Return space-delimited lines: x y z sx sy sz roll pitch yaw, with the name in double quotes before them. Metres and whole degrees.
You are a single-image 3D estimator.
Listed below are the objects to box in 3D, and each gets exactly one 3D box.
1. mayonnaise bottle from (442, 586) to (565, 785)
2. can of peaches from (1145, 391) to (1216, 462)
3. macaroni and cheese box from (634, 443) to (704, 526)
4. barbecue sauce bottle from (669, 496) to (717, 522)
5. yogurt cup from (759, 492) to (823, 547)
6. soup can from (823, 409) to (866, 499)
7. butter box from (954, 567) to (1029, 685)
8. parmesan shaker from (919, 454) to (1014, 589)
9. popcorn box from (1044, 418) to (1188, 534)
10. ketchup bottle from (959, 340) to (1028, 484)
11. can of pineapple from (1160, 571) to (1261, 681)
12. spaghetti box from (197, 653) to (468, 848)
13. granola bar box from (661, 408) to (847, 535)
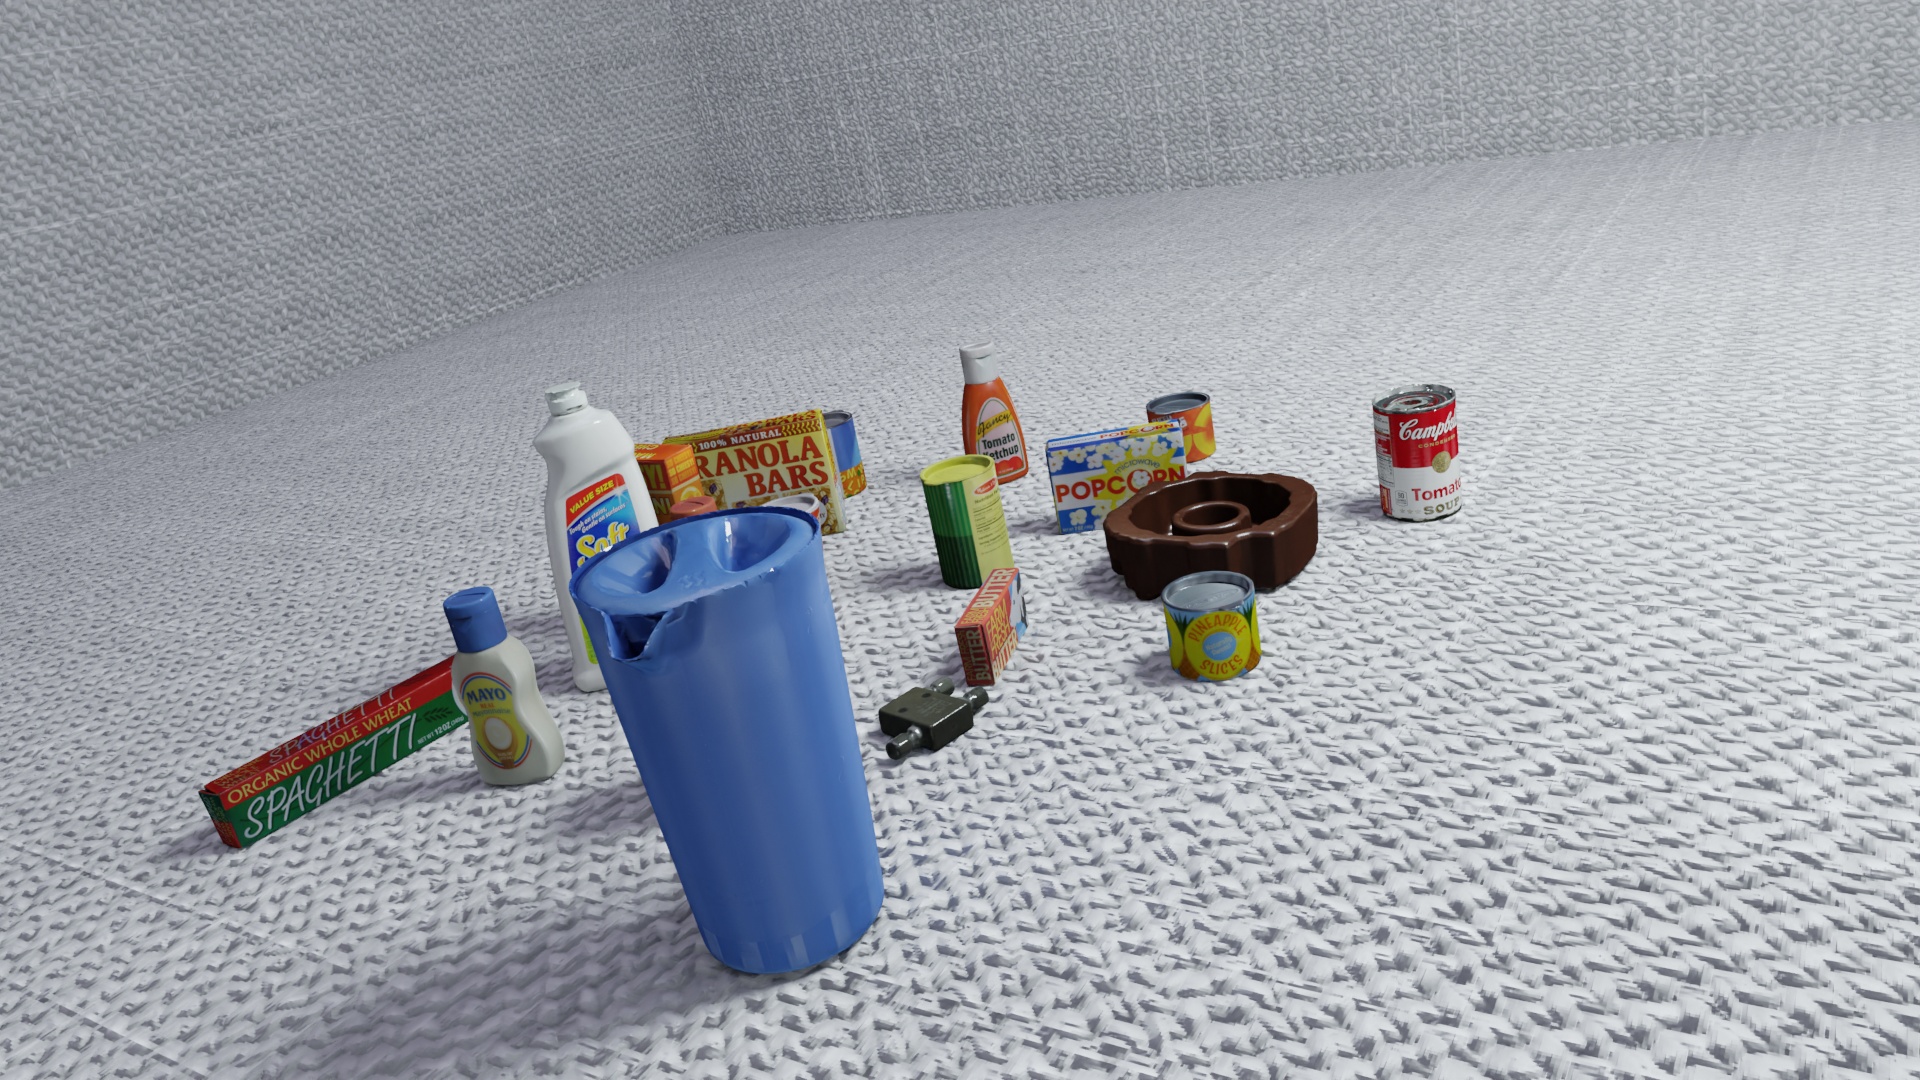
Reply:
"mayonnaise bottle" -0.340 0.107 1.020 0.065 0.147 0.041 -7 21 12
"can of peaches" 0.226 -0.115 1.429 0.071 0.058 0.071 -10 21 4
"macaroni and cheese box" -0.276 -0.003 1.245 0.123 0.165 0.040 3 25 34
"barbecue sauce bottle" -0.200 0.039 1.124 0.065 0.148 0.044 8 28 42
"yogurt cup" -0.167 -0.008 1.361 0.072 0.053 0.072 -10 21 4
"soup can" -0.141 -0.093 1.526 0.071 0.083 0.071 -10 21 4
"butter box" 0.026 0.065 1.073 0.024 0.053 0.104 -3 22 21
"parmesan shaker" 0.004 -0.015 1.223 0.071 0.102 0.071 -10 21 4
"popcorn box" 0.147 -0.059 1.286 0.127 0.085 0.038 -9 21 7
"ketchup bottle" 0.029 -0.133 1.451 0.065 0.148 0.043 -17 21 -14
"can of pineapple" 0.181 0.062 0.996 0.071 0.057 0.071 -10 21 4
"spaghetti box" -0.466 0.156 1.098 0.028 0.050 0.251 6 27 38
"granola bar box" -0.208 -0.057 1.411 0.165 0.123 0.039 -10 20 3
